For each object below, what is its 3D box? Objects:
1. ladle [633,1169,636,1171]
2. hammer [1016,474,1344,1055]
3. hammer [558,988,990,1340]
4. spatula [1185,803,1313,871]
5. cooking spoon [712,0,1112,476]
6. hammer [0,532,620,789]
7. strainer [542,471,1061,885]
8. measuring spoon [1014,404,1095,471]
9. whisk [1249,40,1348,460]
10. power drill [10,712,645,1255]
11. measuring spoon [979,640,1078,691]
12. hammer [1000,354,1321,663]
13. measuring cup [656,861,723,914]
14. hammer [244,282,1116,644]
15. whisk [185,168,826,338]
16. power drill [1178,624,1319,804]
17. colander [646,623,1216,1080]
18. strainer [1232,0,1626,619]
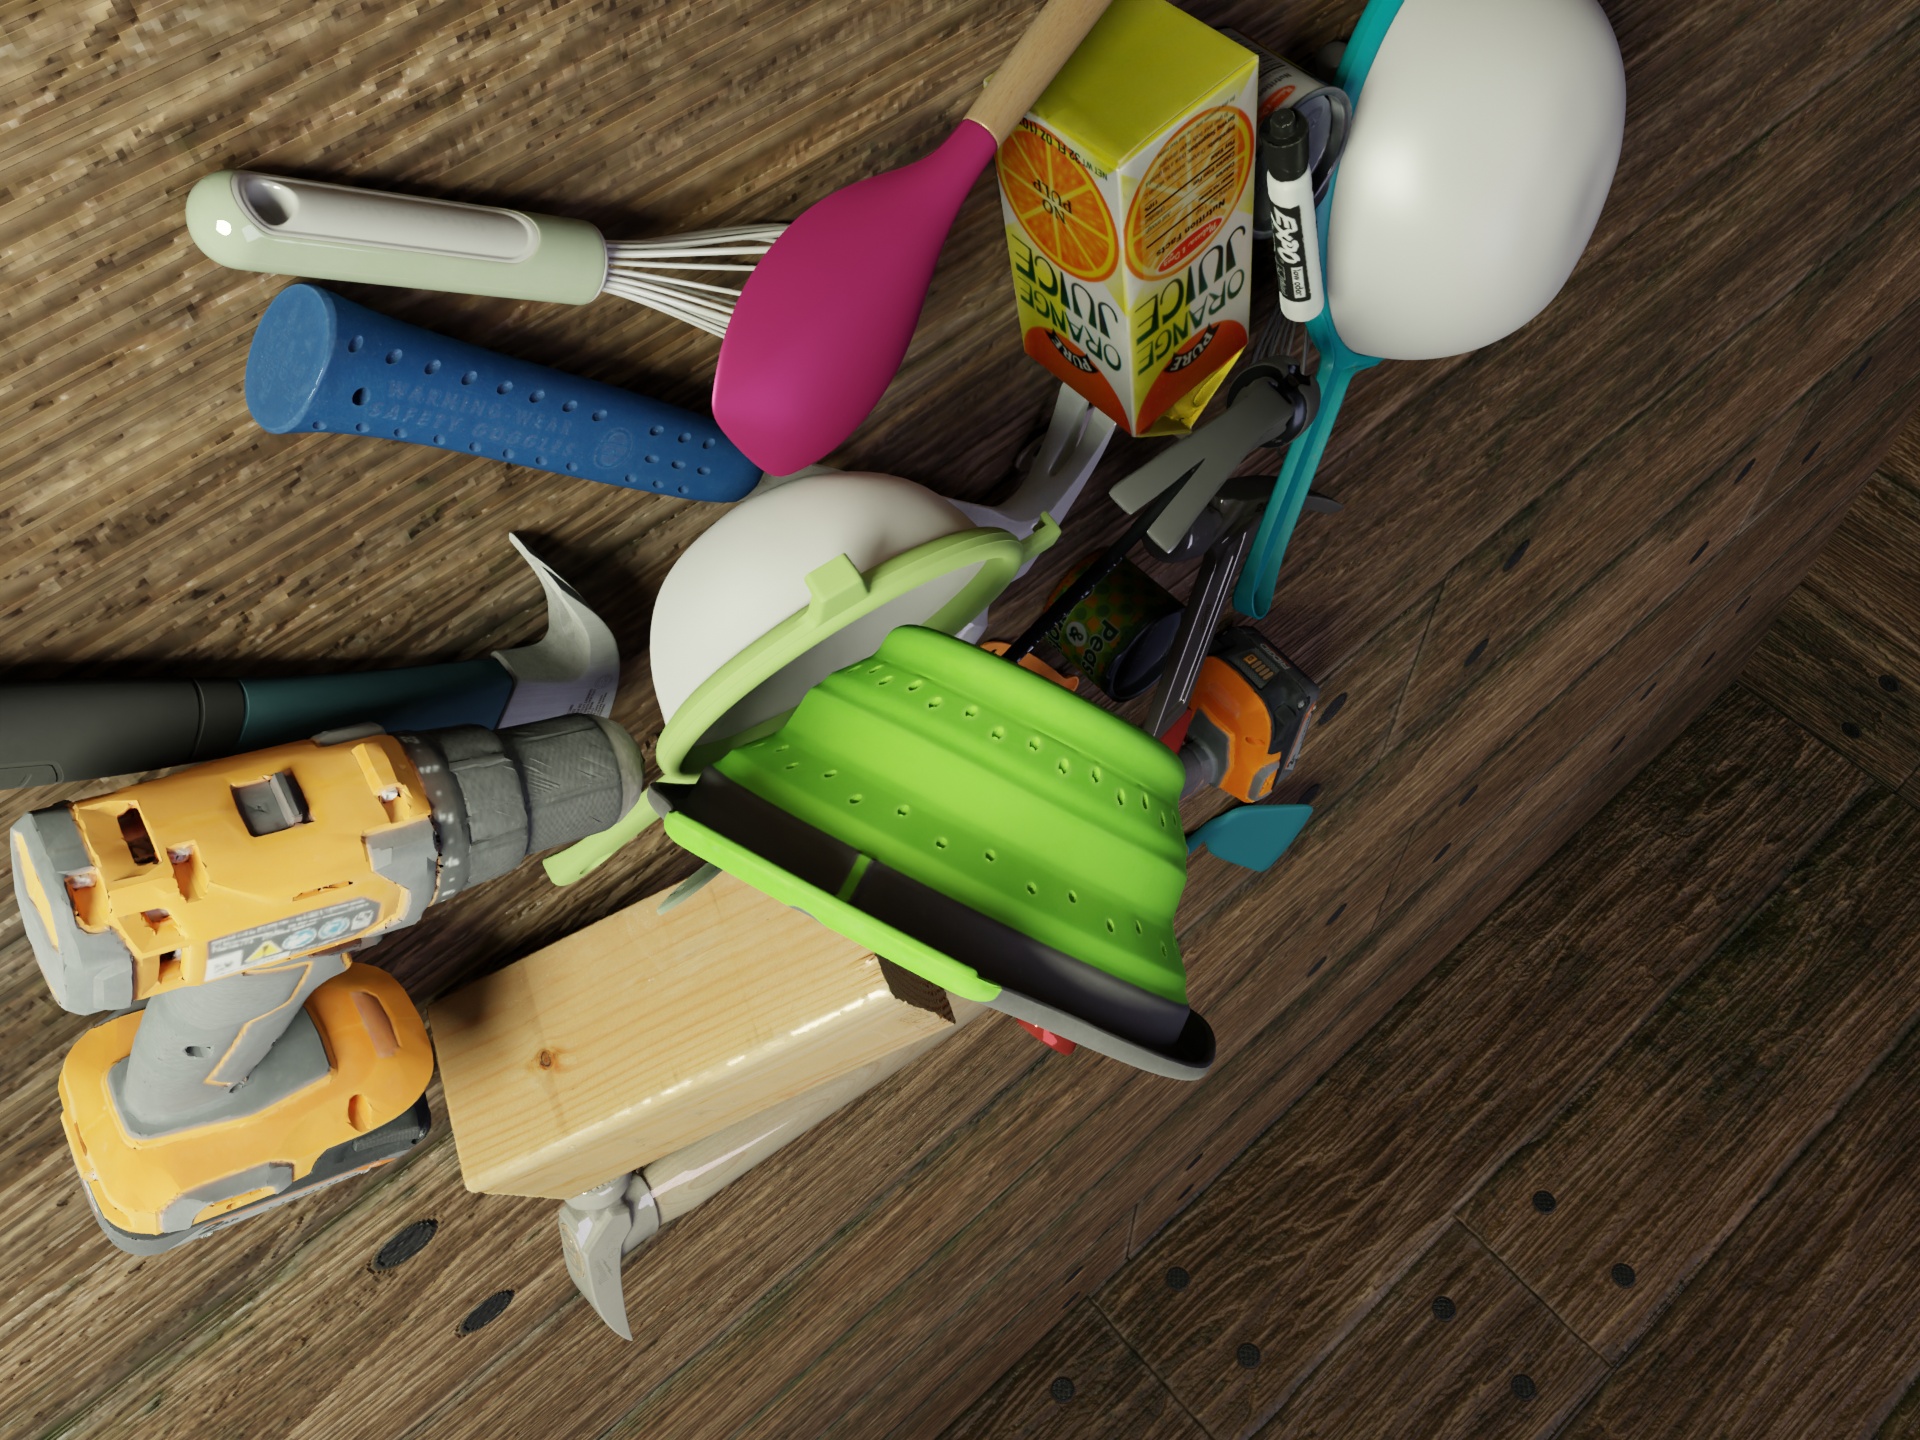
[{"bbox_3d":[-0.106,0.207,0.972,0.320,0.062,0.078,-19,137,-48],"label":"ladle"},{"bbox_3d":[0.106,0.035,0.889,0.149,0.037,0.359,-14,129,-47],"label":"hammer"},{"bbox_3d":[-0.043,0.194,0.915,0.410,0.038,0.146,-28,138,-32],"label":"hammer"},{"bbox_3d":[0.171,0.116,1.276,0.317,0.044,0.082,-14,143,-47],"label":"spatula"},{"bbox_3d":[0.021,-0.215,0.531,0.319,0.017,0.068,-55,136,-8],"label":"cooking spoon"},{"bbox_3d":[-0.241,0.001,0.492,0.331,0.033,0.128,-7,135,-53],"label":"hammer"},{"bbox_3d":[-0.092,-0.019,0.598,0.256,0.069,0.151,-35,173,33],"label":"strainer"},{"bbox_3d":[0.074,-0.158,0.773,0.124,0.018,0.034,-33,147,-12],"label":"measuring spoon"},{"bbox_3d":[0.173,-0.223,0.789,0.055,0.055,0.238,-36,148,-20],"label":"whisk"},{"bbox_3d":[-0.214,0.082,0.545,0.185,0.084,0.226,-17,152,-37],"label":"power drill"},{"bbox_3d":[0.037,-0.030,0.903,0.021,0.011,0.116,-52,151,10],"label":"measuring spoon"},{"bbox_3d":[-0.001,-0.002,0.726,0.409,0.036,0.149,-45,178,36],"label":"hammer"},{"bbox_3d":[-0.101,0.036,0.675,0.083,0.038,0.167,-30,-172,19],"label":"measuring cup"},{"bbox_3d":[-0.072,-0.098,0.601,0.144,0.035,0.405,-53,154,19],"label":"hammer"},{"bbox_3d":[-0.107,-0.138,0.483,0.246,0.058,0.059,-9,165,-47],"label":"whisk"},{"bbox_3d":[0.126,0.031,1.046,0.226,0.084,0.164,-32,151,-20],"label":"power drill"},{"bbox_3d":[0.028,0.045,0.607,0.094,0.204,0.396,-63,162,-3],"label":"colander"},{"bbox_3d":[0.228,-0.198,0.751,0.211,0.095,0.340,6,106,-59],"label":"strainer"}]
